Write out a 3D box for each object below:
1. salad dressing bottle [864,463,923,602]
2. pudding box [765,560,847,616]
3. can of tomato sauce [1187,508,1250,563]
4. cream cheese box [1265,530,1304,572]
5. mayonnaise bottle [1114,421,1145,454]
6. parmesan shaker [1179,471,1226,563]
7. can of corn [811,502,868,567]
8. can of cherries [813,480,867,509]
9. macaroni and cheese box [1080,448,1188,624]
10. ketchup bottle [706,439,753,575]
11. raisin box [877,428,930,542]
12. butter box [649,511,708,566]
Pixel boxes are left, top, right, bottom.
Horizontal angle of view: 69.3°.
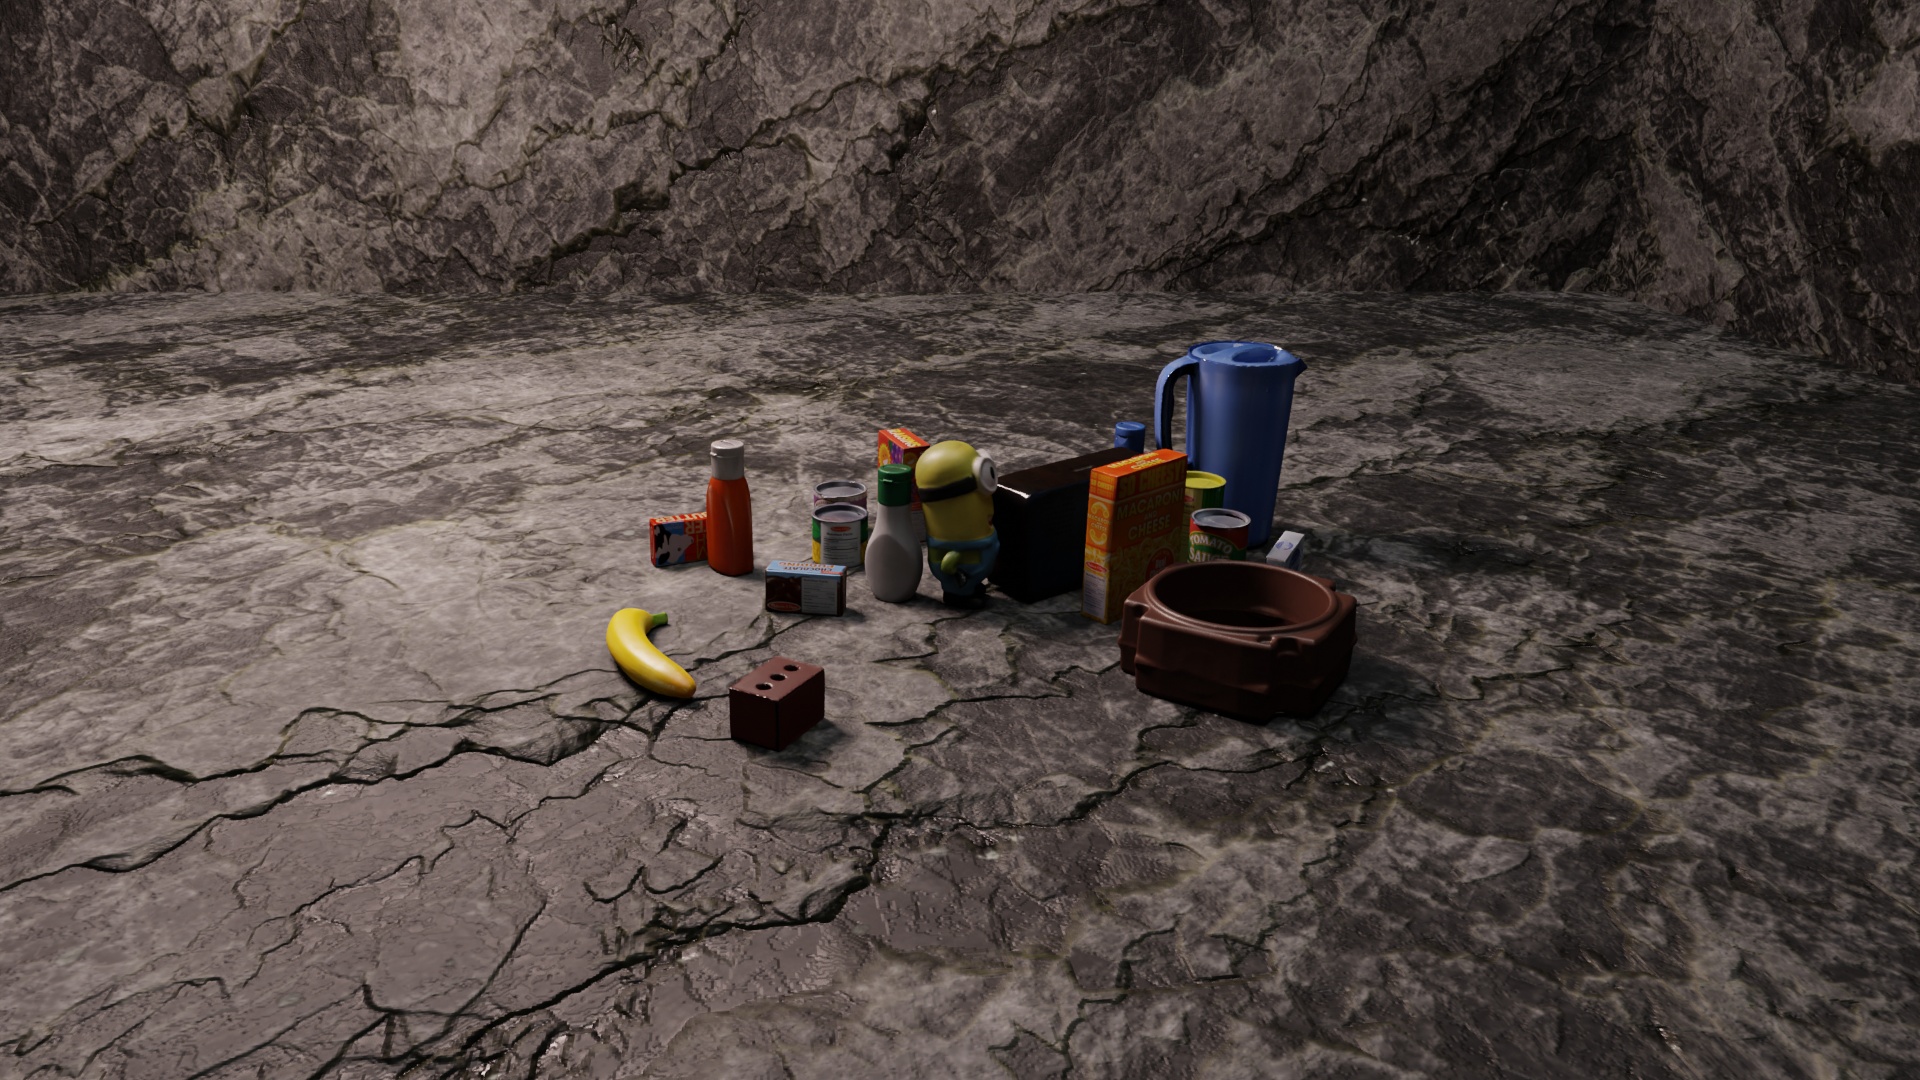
[{"bbox_3d":[-0.072,-0.009,1.507,0.064,0.147,0.044,9,21,19],"label":"salad dressing bottle"},{"bbox_3d":[-0.164,0.051,1.479,0.084,0.049,0.030,4,20,5],"label":"pudding box"},{"bbox_3d":[0.290,0.013,1.571,0.071,0.082,0.071,2,20,0],"label":"can of tomato sauce"},{"bbox_3d":[0.366,0.030,1.574,0.024,0.053,0.104,10,22,23],"label":"cream cheese box"},{"bbox_3d":[0.202,-0.069,1.695,0.065,0.147,0.041,19,26,39],"label":"mayonnaise bottle"},{"bbox_3d":[0.274,-0.024,1.643,0.071,0.102,0.071,2,20,0],"label":"parmesan shaker"},{"bbox_3d":[-0.140,-0.006,1.625,0.071,0.058,0.071,2,20,0],"label":"can of corn"},{"bbox_3d":[-0.149,-0.037,1.706,0.071,0.058,0.072,2,20,0],"label":"can of cherries"},{"bbox_3d":[0.187,-0.006,1.495,0.124,0.165,0.040,-17,27,-42],"label":"macaroni and cheese box"},{"bbox_3d":[-0.262,-0.038,1.571,0.044,0.148,0.065,-15,25,-38],"label":"ketchup bottle"},{"bbox_3d":[-0.069,-0.068,1.703,0.040,0.123,0.086,-7,22,-22],"label":"raisin box"},{"bbox_3d":[-0.308,-0.004,1.612,0.104,0.053,0.024,-9,22,-27],"label":"butter box"}]
